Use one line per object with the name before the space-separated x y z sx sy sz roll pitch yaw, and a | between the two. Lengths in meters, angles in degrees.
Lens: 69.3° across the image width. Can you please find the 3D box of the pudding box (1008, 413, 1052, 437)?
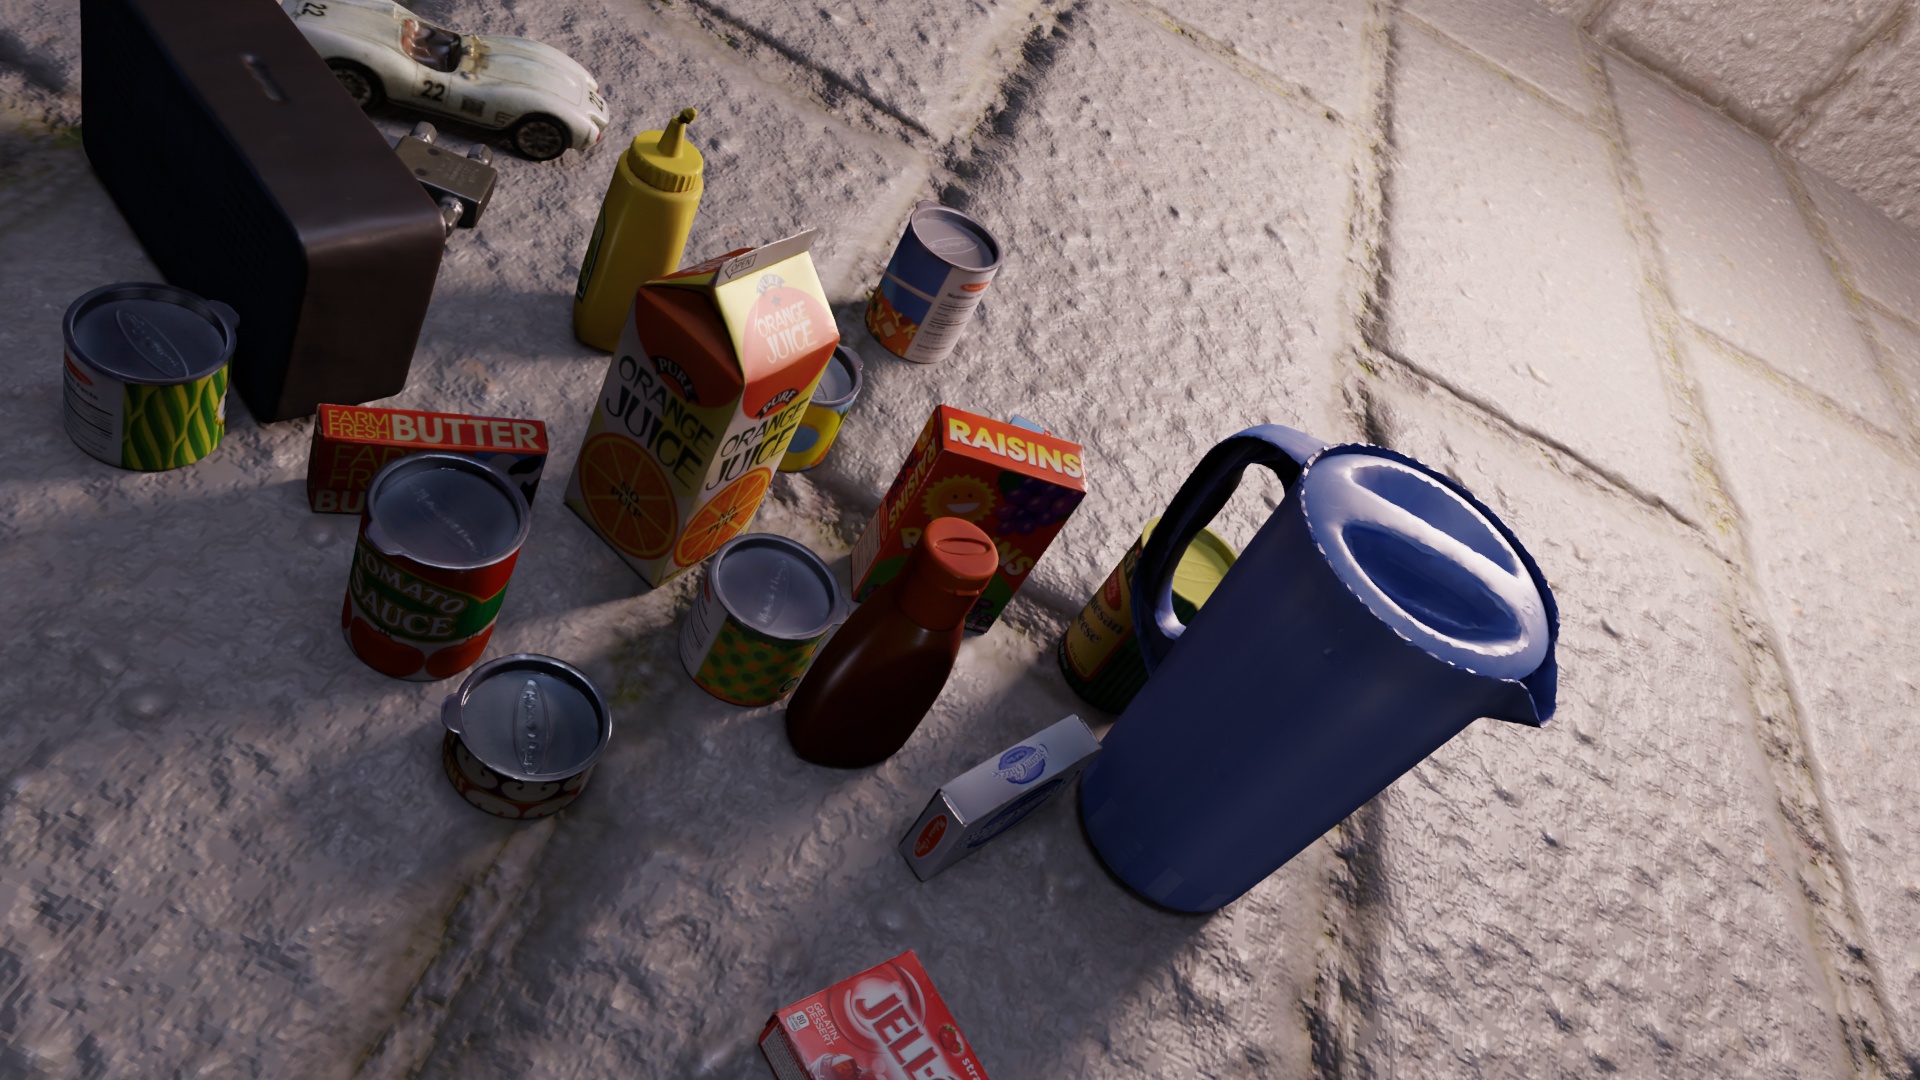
pudding box | 0.027 -0.033 0.847 0.030 0.049 0.084 29 40 -5

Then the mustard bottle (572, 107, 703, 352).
mustard bottle | -0.177 -0.178 0.776 0.049 0.159 0.065 13 44 -22

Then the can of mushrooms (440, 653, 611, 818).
can of mushrooms | -0.191 0.084 0.604 0.071 0.033 0.071 18 43 -17

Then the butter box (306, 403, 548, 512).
butter box | -0.256 -0.036 0.668 0.104 0.052 0.024 3 49 -31

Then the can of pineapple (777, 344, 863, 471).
can of pineapple | -0.097 -0.082 0.811 0.071 0.057 0.071 18 43 -17

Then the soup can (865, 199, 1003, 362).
soup can | -0.020 -0.172 0.928 0.071 0.083 0.072 18 43 -17

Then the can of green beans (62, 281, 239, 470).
can of green beans | -0.368 -0.074 0.630 0.071 0.057 0.071 18 43 -17

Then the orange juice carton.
orange juice carton | -0.123 -0.072 0.680 0.073 0.191 0.072 42 41 11

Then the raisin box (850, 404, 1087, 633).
raisin box | 0.003 -0.009 0.751 0.086 0.122 0.040 16 43 -19

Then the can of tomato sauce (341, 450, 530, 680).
can of tomato sauce | -0.233 0.013 0.610 0.071 0.082 0.071 18 43 -17

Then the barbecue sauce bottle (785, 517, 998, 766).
barbecue sauce bottle | -0.029 0.050 0.653 0.065 0.147 0.044 2 49 -31

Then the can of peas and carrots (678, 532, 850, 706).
can of peas and carrots | -0.098 0.040 0.688 0.071 0.058 0.071 18 43 -17

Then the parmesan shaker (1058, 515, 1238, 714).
parmesan shaker | 0.106 0.045 0.778 0.071 0.102 0.072 18 43 -17

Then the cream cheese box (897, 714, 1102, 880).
cream cheese box | 0.020 0.125 0.683 0.104 0.053 0.024 -21 63 -43
